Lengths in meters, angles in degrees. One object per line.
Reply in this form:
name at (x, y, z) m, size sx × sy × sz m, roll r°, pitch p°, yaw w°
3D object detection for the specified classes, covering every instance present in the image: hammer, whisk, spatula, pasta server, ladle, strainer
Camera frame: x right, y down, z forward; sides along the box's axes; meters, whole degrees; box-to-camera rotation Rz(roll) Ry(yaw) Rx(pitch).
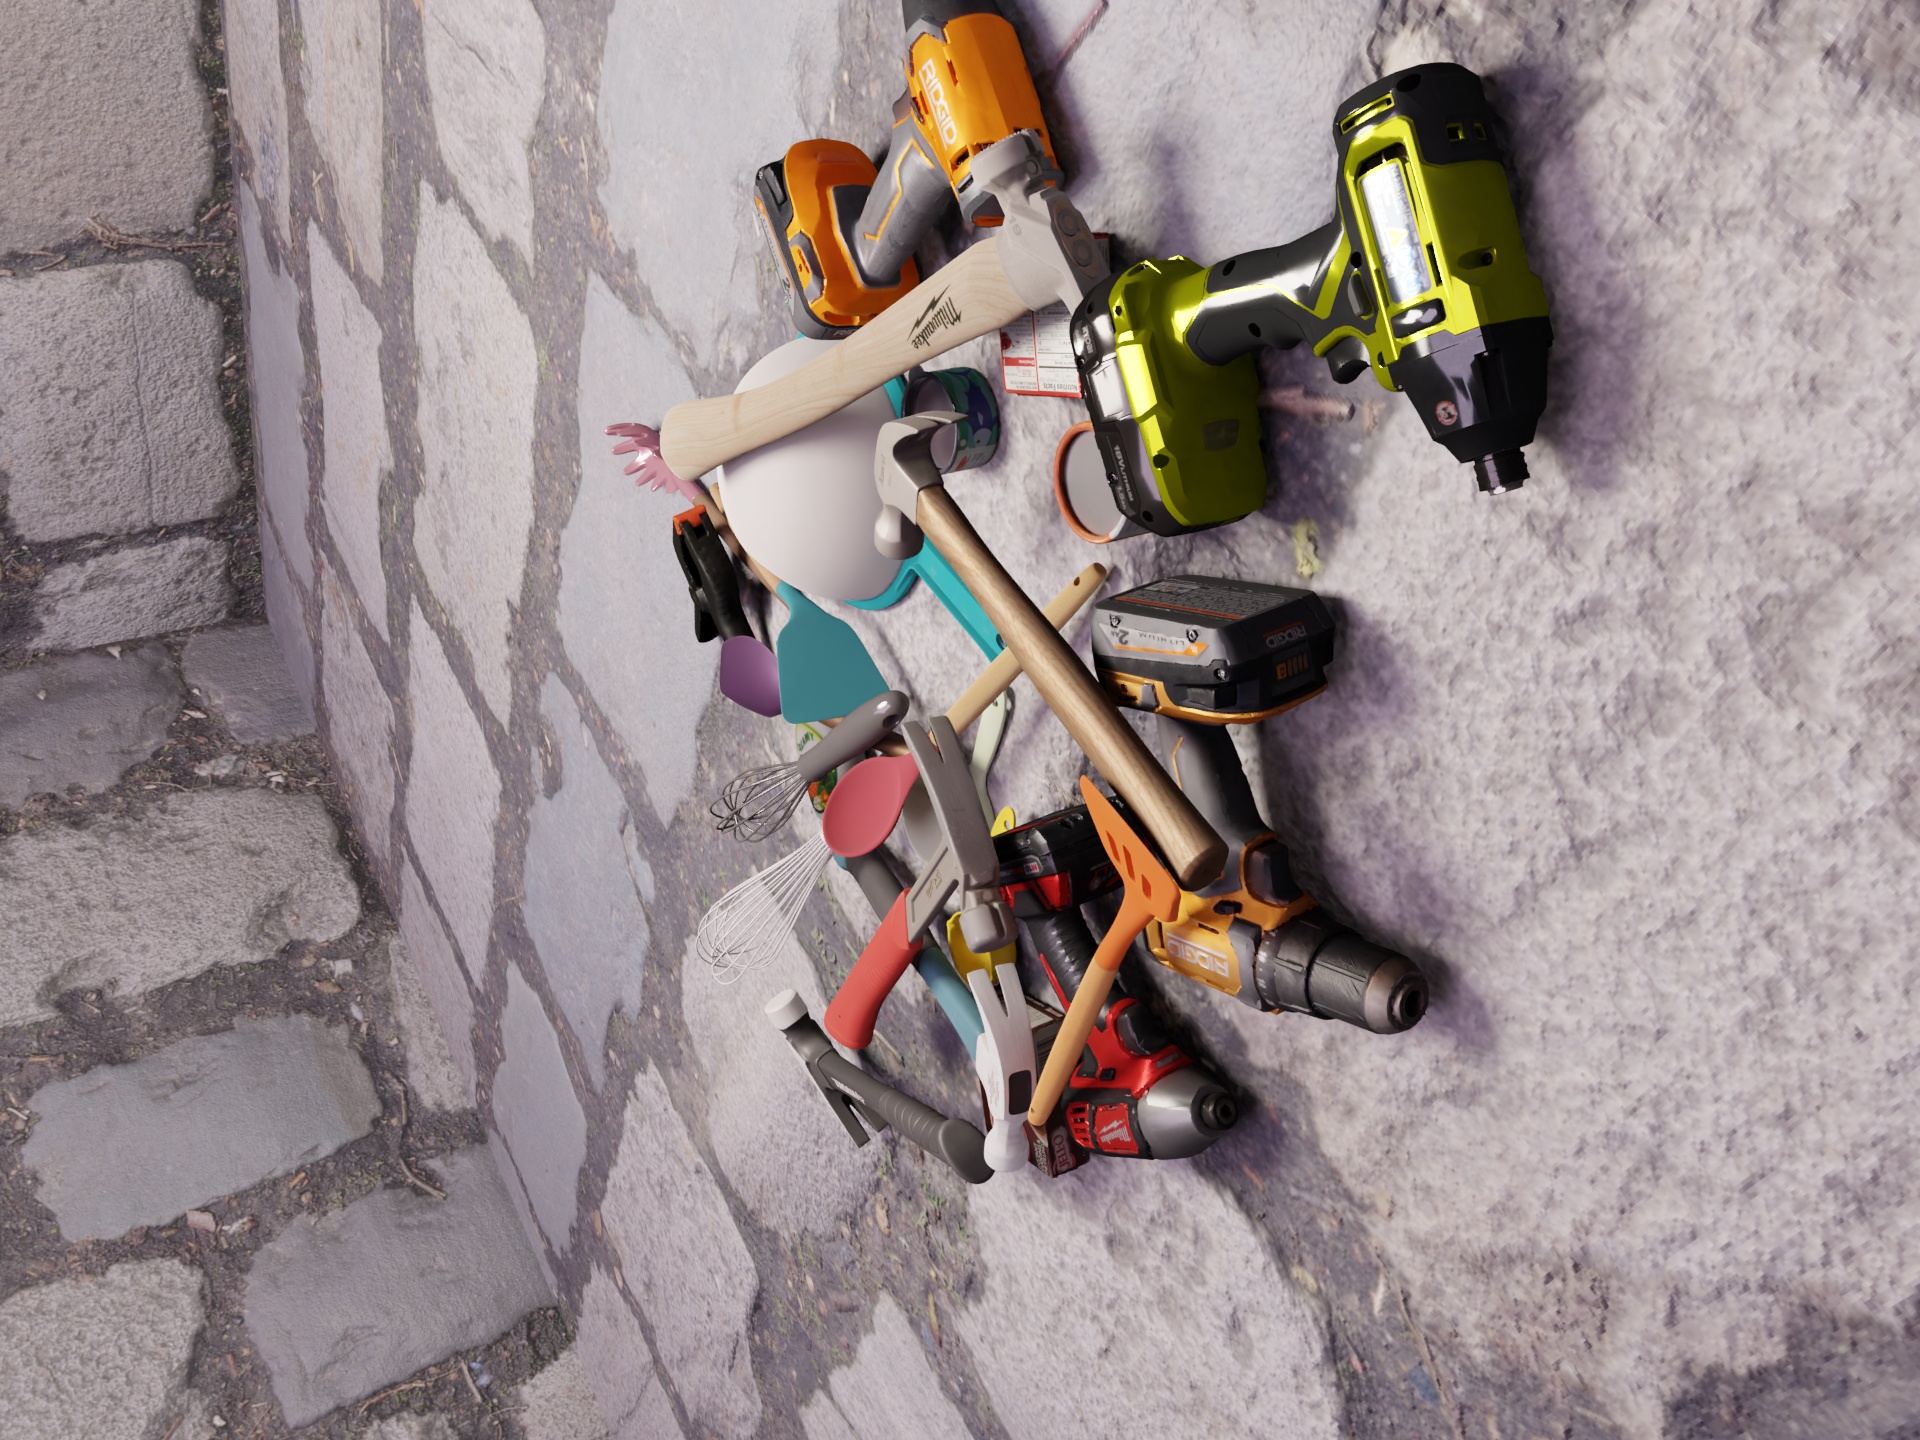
hammer at (-0.027, 0.169, 1.150) m, size 0.331 × 0.033 × 0.128 m, roll -132°, pitch 39°, yaw -53°
hammer at (0.038, -0.045, 0.842) m, size 0.332 × 0.031 × 0.130 m, roll 55°, pitch 156°, yaw 32°
hammer at (-0.045, 0.141, 1.090) m, size 0.359 × 0.036 × 0.149 m, roll 120°, pitch 136°, yaw -58°
whisk at (-0.111, 0.032, 1.154) m, size 0.239 × 0.055 × 0.055 m, roll -34°, pitch 74°, yaw 44°
spatula at (0.069, 0.150, 0.893) m, size 0.081 × 0.041 × 0.322 m, roll 52°, pitch 147°, yaw 29°
spatula at (-0.146, -0.105, 1.238) m, size 0.318 × 0.082 × 0.044 m, roll -126°, pitch 30°, yaw -49°
pasta server at (-0.216, -0.170, 1.354) m, size 0.317 × 0.040 × 0.060 m, roll 46°, pitch 159°, yaw 36°
ladle at (-0.002, -0.003, 1.031) m, size 0.315 × 0.031 × 0.069 m, roll -46°, pitch 46°, yaw 41°
strainer at (-0.082, -0.134, 1.098) m, size 0.341 × 0.095 × 0.210 m, roll 51°, pitch 142°, yaw 36°
hammer at (-0.063, -0.204, 0.964) m, size 0.411 × 0.038 × 0.146 m, roll -13°, pitch 109°, yaw 51°
spatula at (-0.101, -0.008, 1.189) m, size 0.316 × 0.018 × 0.059 m, roll 24°, pitch 114°, yaw 48°
hammer at (-0.055, 0.299, 1.227) m, size 0.146 × 0.035 × 0.335 m, roll 59°, pitch 160°, yaw -14°
whisk at (-0.114, 0.105, 1.220) m, size 0.284 × 0.070 × 0.070 m, roll -47°, pitch 60°, yaw 26°

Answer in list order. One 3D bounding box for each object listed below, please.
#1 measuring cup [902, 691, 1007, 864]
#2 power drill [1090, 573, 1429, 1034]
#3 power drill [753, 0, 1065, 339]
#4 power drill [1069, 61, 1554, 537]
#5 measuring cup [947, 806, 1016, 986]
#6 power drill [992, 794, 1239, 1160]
measuring cup at (-0.002, 0.039, 1.101) m, size 0.083 × 0.038 × 0.167 m, roll 52°, pitch 144°, yaw 32°
power drill at (0.154, 0.048, 0.819) m, size 0.185 × 0.084 × 0.226 m, roll 17°, pitch 122°, yaw 55°
power drill at (-0.038, -0.342, 0.952) m, size 0.226 × 0.084 × 0.164 m, roll -24°, pitch 83°, yaw 55°
power drill at (0.157, -0.166, 0.721) m, size 0.223 × 0.080 × 0.171 m, roll -14°, pitch 92°, yaw 56°
measuring cup at (0.027, 0.121, 1.108) m, size 0.062 × 0.029 × 0.156 m, roll 48°, pitch 136°, yaw 41°
power drill at (0.092, 0.163, 0.975) m, size 0.143 × 0.078 × 0.220 m, roll -22°, pitch 88°, yaw 60°
